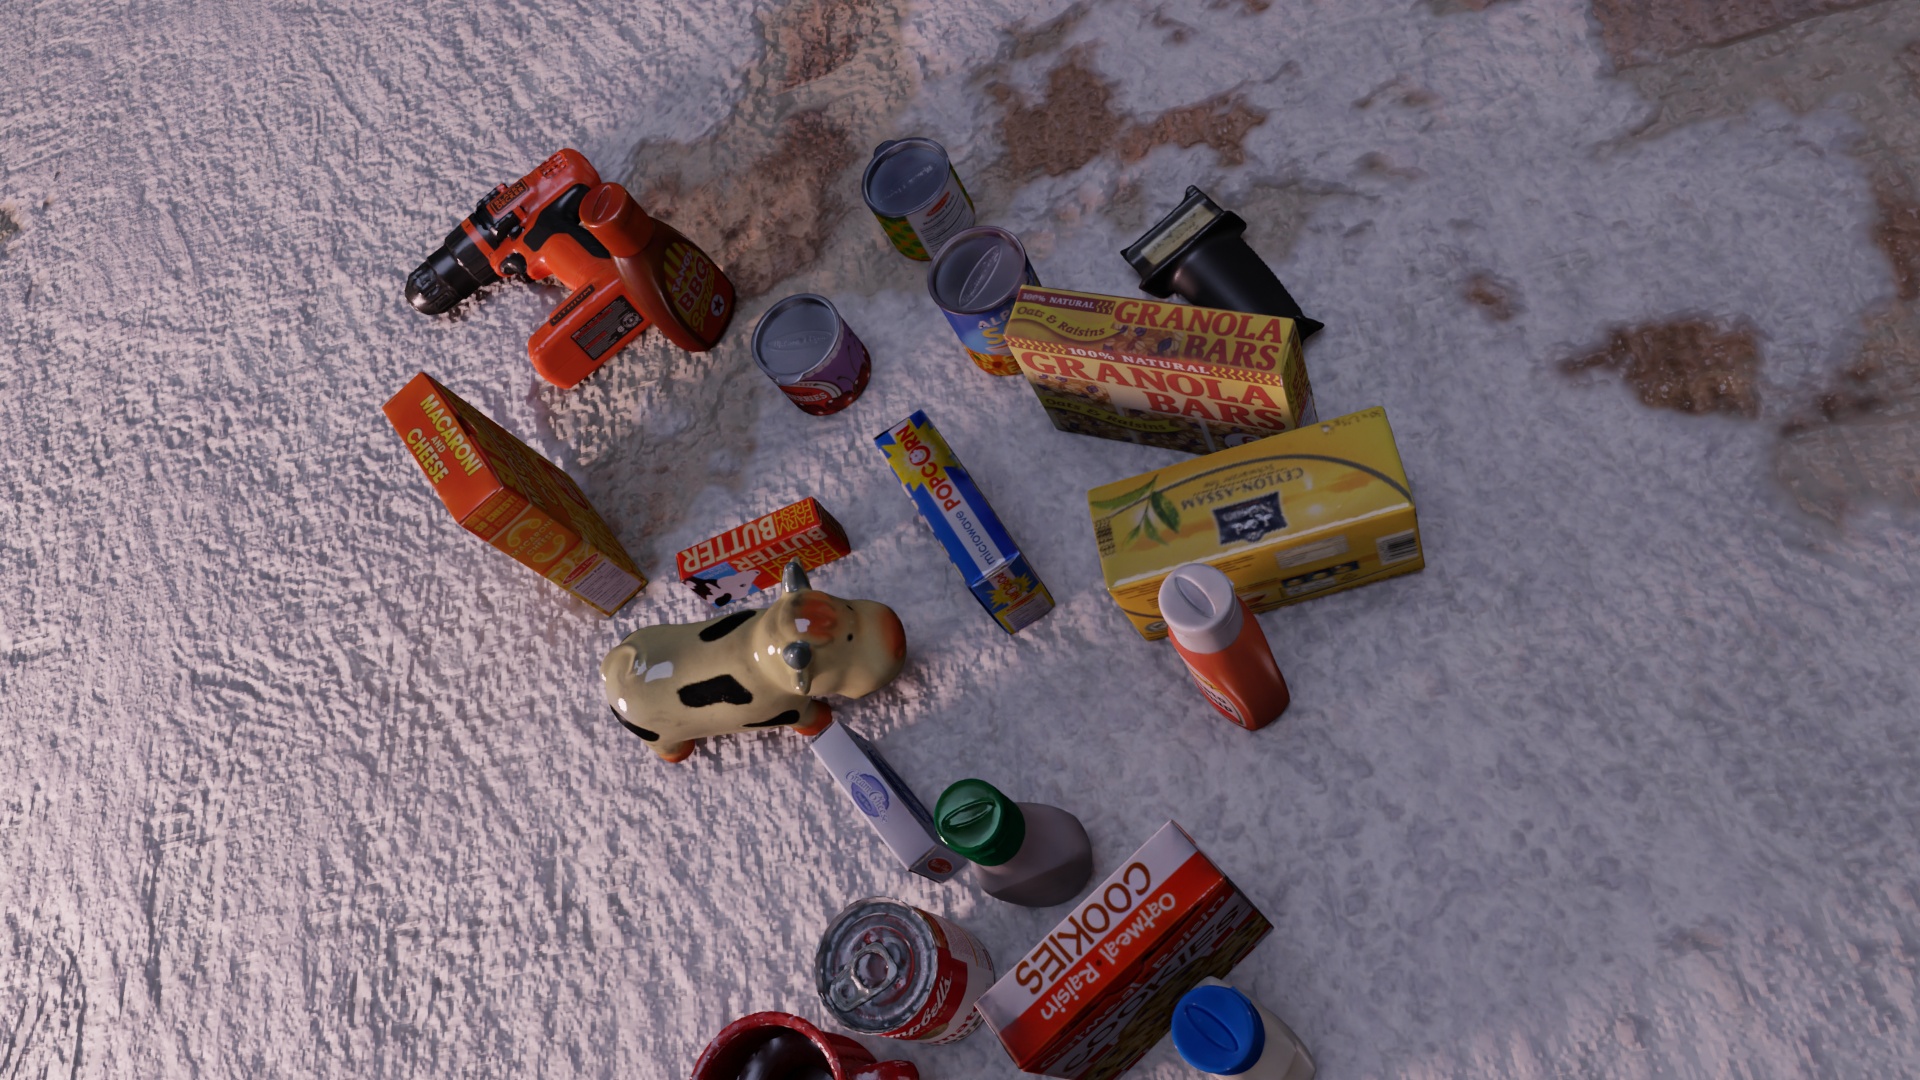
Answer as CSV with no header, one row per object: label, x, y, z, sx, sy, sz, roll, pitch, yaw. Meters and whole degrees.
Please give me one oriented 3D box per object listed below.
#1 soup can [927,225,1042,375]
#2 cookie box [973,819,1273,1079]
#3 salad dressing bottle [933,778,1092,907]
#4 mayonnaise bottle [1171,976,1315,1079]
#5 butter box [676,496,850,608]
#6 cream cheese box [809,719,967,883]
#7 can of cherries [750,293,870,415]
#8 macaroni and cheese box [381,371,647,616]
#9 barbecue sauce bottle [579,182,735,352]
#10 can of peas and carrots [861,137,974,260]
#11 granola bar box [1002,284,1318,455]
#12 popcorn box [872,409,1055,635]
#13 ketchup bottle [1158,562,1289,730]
soup can,0.025,-0.155,0.914,0.071,0.083,0.071,-8,65,17
cookie box,0.087,0.208,0.679,0.123,0.167,0.040,-43,60,-2
salad dressing bottle,0.028,0.160,0.734,0.064,0.147,0.044,-25,61,9
mayonnaise bottle,0.131,0.237,0.661,0.065,0.147,0.041,36,83,29
butter box,-0.129,0.008,0.914,0.103,0.053,0.024,-22,62,10
cream cheese box,-0.043,0.154,0.817,0.024,0.053,0.104,-43,60,-2
can of cherries,-0.103,-0.126,0.962,0.071,0.058,0.072,-8,65,17
macaroni and cheese box,-0.293,-0.029,0.926,0.040,0.166,0.124,-42,60,-1
barbecue sauce bottle,-0.214,-0.195,0.982,0.044,0.148,0.065,10,71,24
can of peas and carrots,-0.031,-0.243,0.988,0.071,0.058,0.071,-8,65,17
granola bar box,0.122,-0.097,0.828,0.165,0.124,0.039,12,72,24
popcorn box,0.003,-0.011,0.856,0.038,0.085,0.127,-35,60,3
ketchup bottle,0.138,0.054,0.740,0.043,0.148,0.065,-41,60,-1
